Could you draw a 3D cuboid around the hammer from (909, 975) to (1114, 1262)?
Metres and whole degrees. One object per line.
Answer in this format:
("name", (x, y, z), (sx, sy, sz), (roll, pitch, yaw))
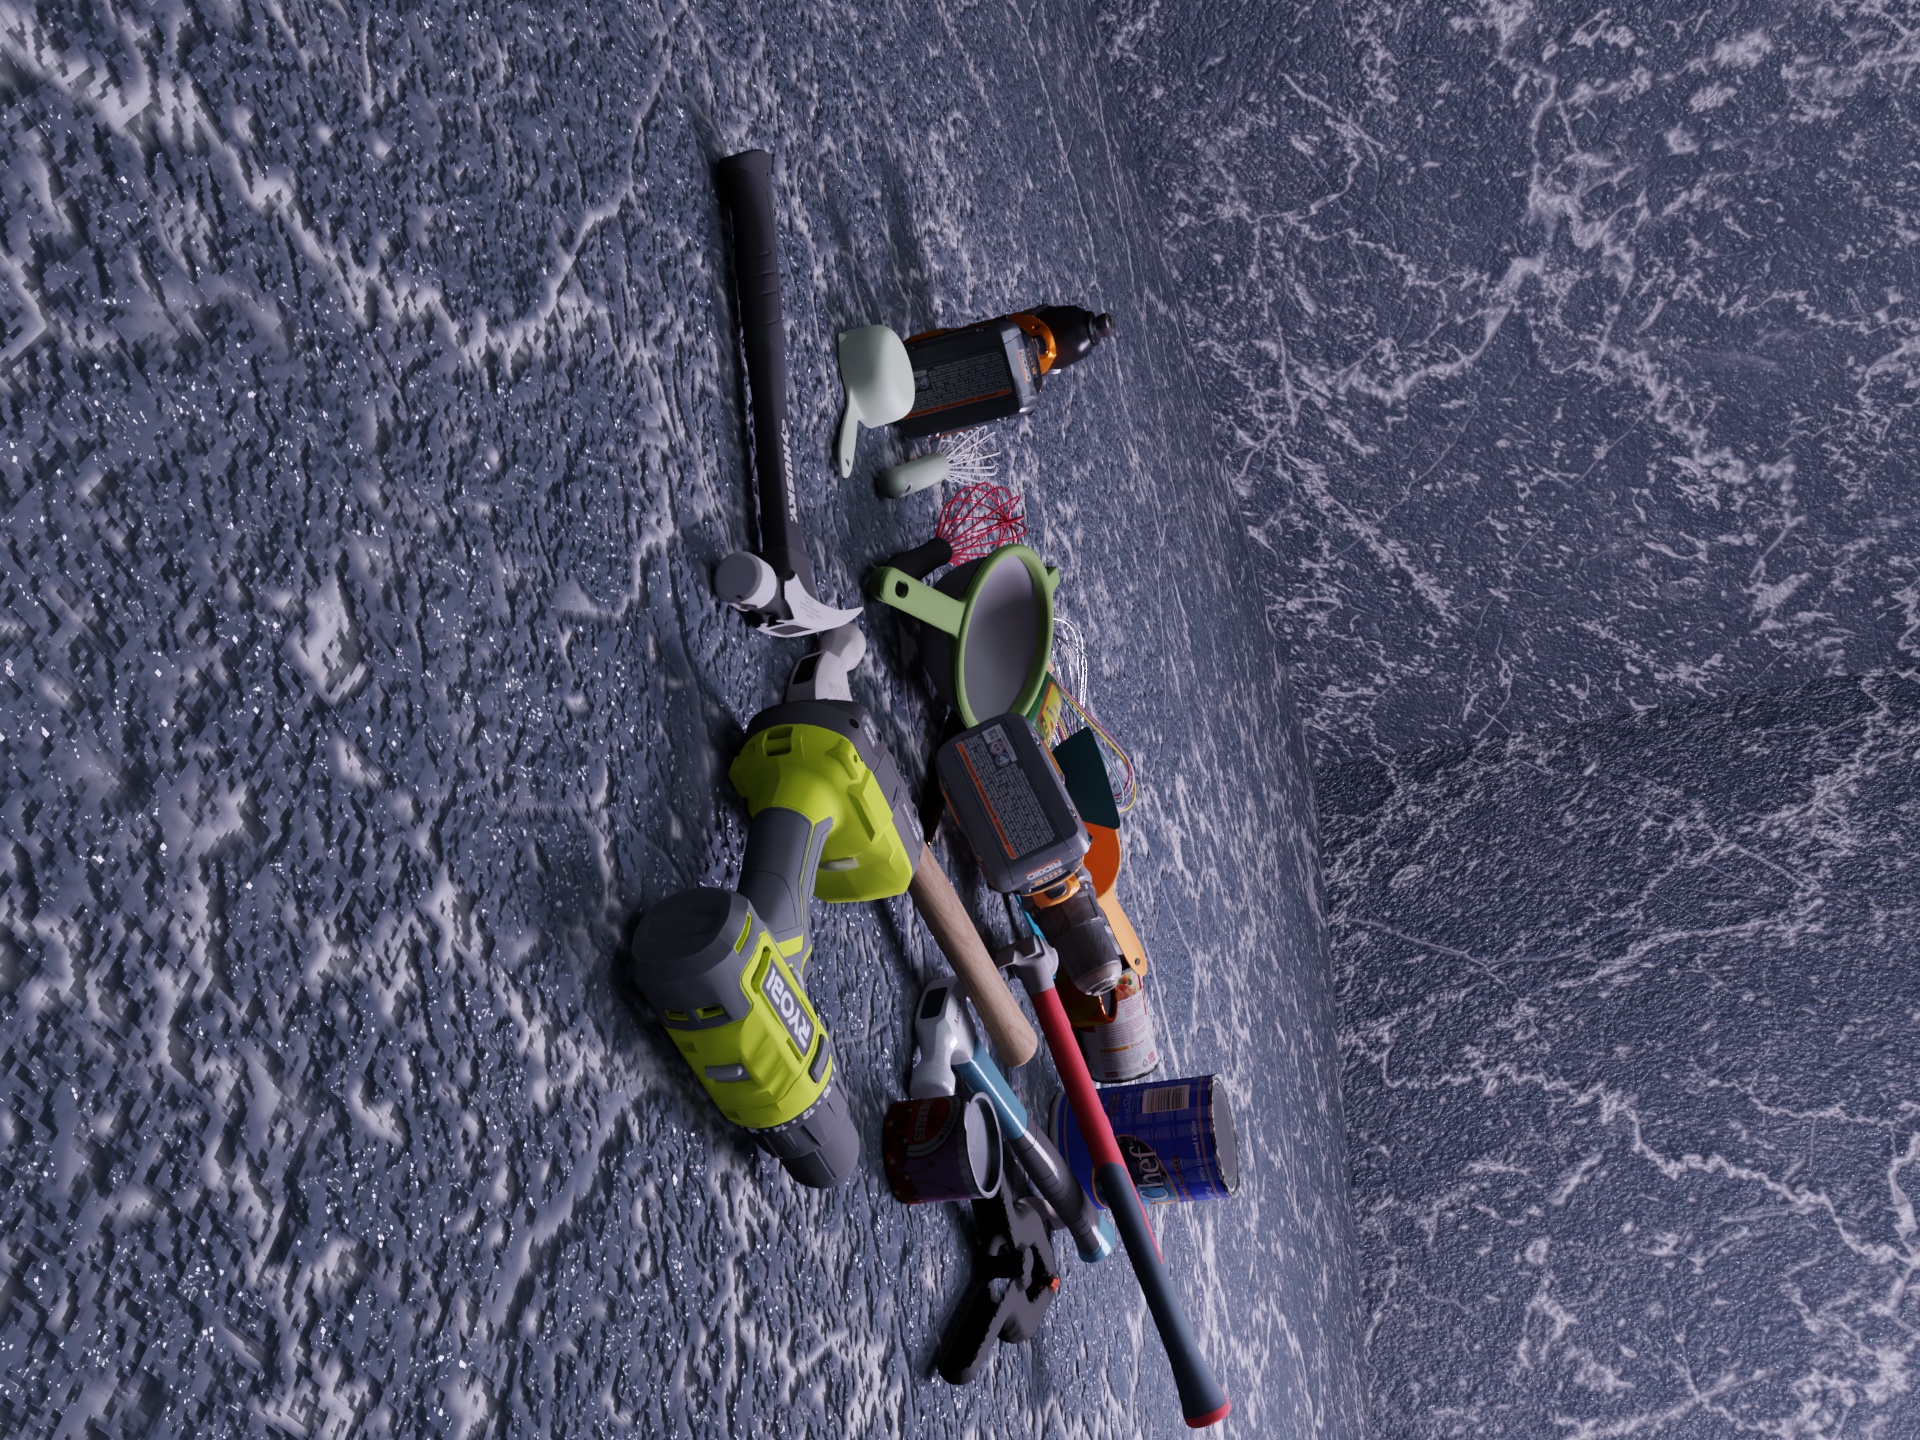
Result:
("hammer", (0.046, 0.309, 1.185), (0.128, 0.033, 0.330), (-82, 151, -47))

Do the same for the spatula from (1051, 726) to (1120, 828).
("spatula", (0.096, 0.047, 1.371), (0.317, 0.044, 0.082), (-26, 99, -88))

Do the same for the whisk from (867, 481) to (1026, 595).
("whisk", (-0.011, -0.140, 1.274), (0.296, 0.073, 0.073), (-41, 119, -64))

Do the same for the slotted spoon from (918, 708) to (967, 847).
("slotted spoon", (-0.002, -0.004, 1.267), (0.314, 0.031, 0.070), (-74, 146, -52))

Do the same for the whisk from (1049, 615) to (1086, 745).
("whisk", (0.105, 0.024, 1.541), (0.070, 0.070, 0.284), (-73, 153, -56))

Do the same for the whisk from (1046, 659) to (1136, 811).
("whisk", (0.090, -0.024, 1.447), (0.245, 0.047, 0.051), (58, -9, -4))

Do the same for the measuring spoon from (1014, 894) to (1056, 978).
("measuring spoon", (0.047, 0.163, 1.342), (0.042, 0.021, 0.128), (-62, 129, -73))

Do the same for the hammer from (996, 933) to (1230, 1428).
("hammer", (0.116, 0.350, 1.221), (0.143, 0.038, 0.386), (45, 23, -79))

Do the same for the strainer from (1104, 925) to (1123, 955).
("strainer", (0.126, 0.183, 1.529), (0.087, 0.050, 0.258), (-45, 120, -52))

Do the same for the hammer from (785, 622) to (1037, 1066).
("hammer", (-0.027, 0.102, 1.058), (0.331, 0.031, 0.130), (63, 25, -23))

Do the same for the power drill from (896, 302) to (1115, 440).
("power drill", (0.038, -0.308, 1.352), (0.226, 0.164, 0.084), (-54, 131, -64))

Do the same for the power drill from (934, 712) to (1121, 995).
("power drill", (0.060, 0.106, 1.192), (0.185, 0.084, 0.226), (64, 1, 21))

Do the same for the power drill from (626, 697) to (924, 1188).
("power drill", (-0.086, 0.117, 0.856), (0.229, 0.080, 0.190), (-75, 149, -49))

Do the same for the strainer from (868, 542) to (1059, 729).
("strainer", (-0.015, -0.074, 1.182), (0.256, 0.069, 0.151), (21, 81, -59))

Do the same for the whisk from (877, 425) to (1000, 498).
("whisk", (-0.019, -0.213, 1.323), (0.059, 0.057, 0.246), (43, 24, 2))

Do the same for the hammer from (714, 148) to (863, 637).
("hammer", (-0.120, -0.213, 1.015), (0.146, 0.035, 0.335), (29, 52, -67))

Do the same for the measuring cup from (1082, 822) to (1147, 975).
("measuring cup", (0.110, 0.153, 1.401), (0.095, 0.052, 0.173), (-38, 109, -32))

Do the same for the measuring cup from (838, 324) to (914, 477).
("measuring cup", (-0.065, -0.235, 1.189), (0.168, 0.038, 0.083), (-85, 156, -47))

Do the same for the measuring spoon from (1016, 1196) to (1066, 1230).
("measuring spoon", (0.069, 0.387, 1.258), (0.124, 0.018, 0.034), (36, 46, -64))
